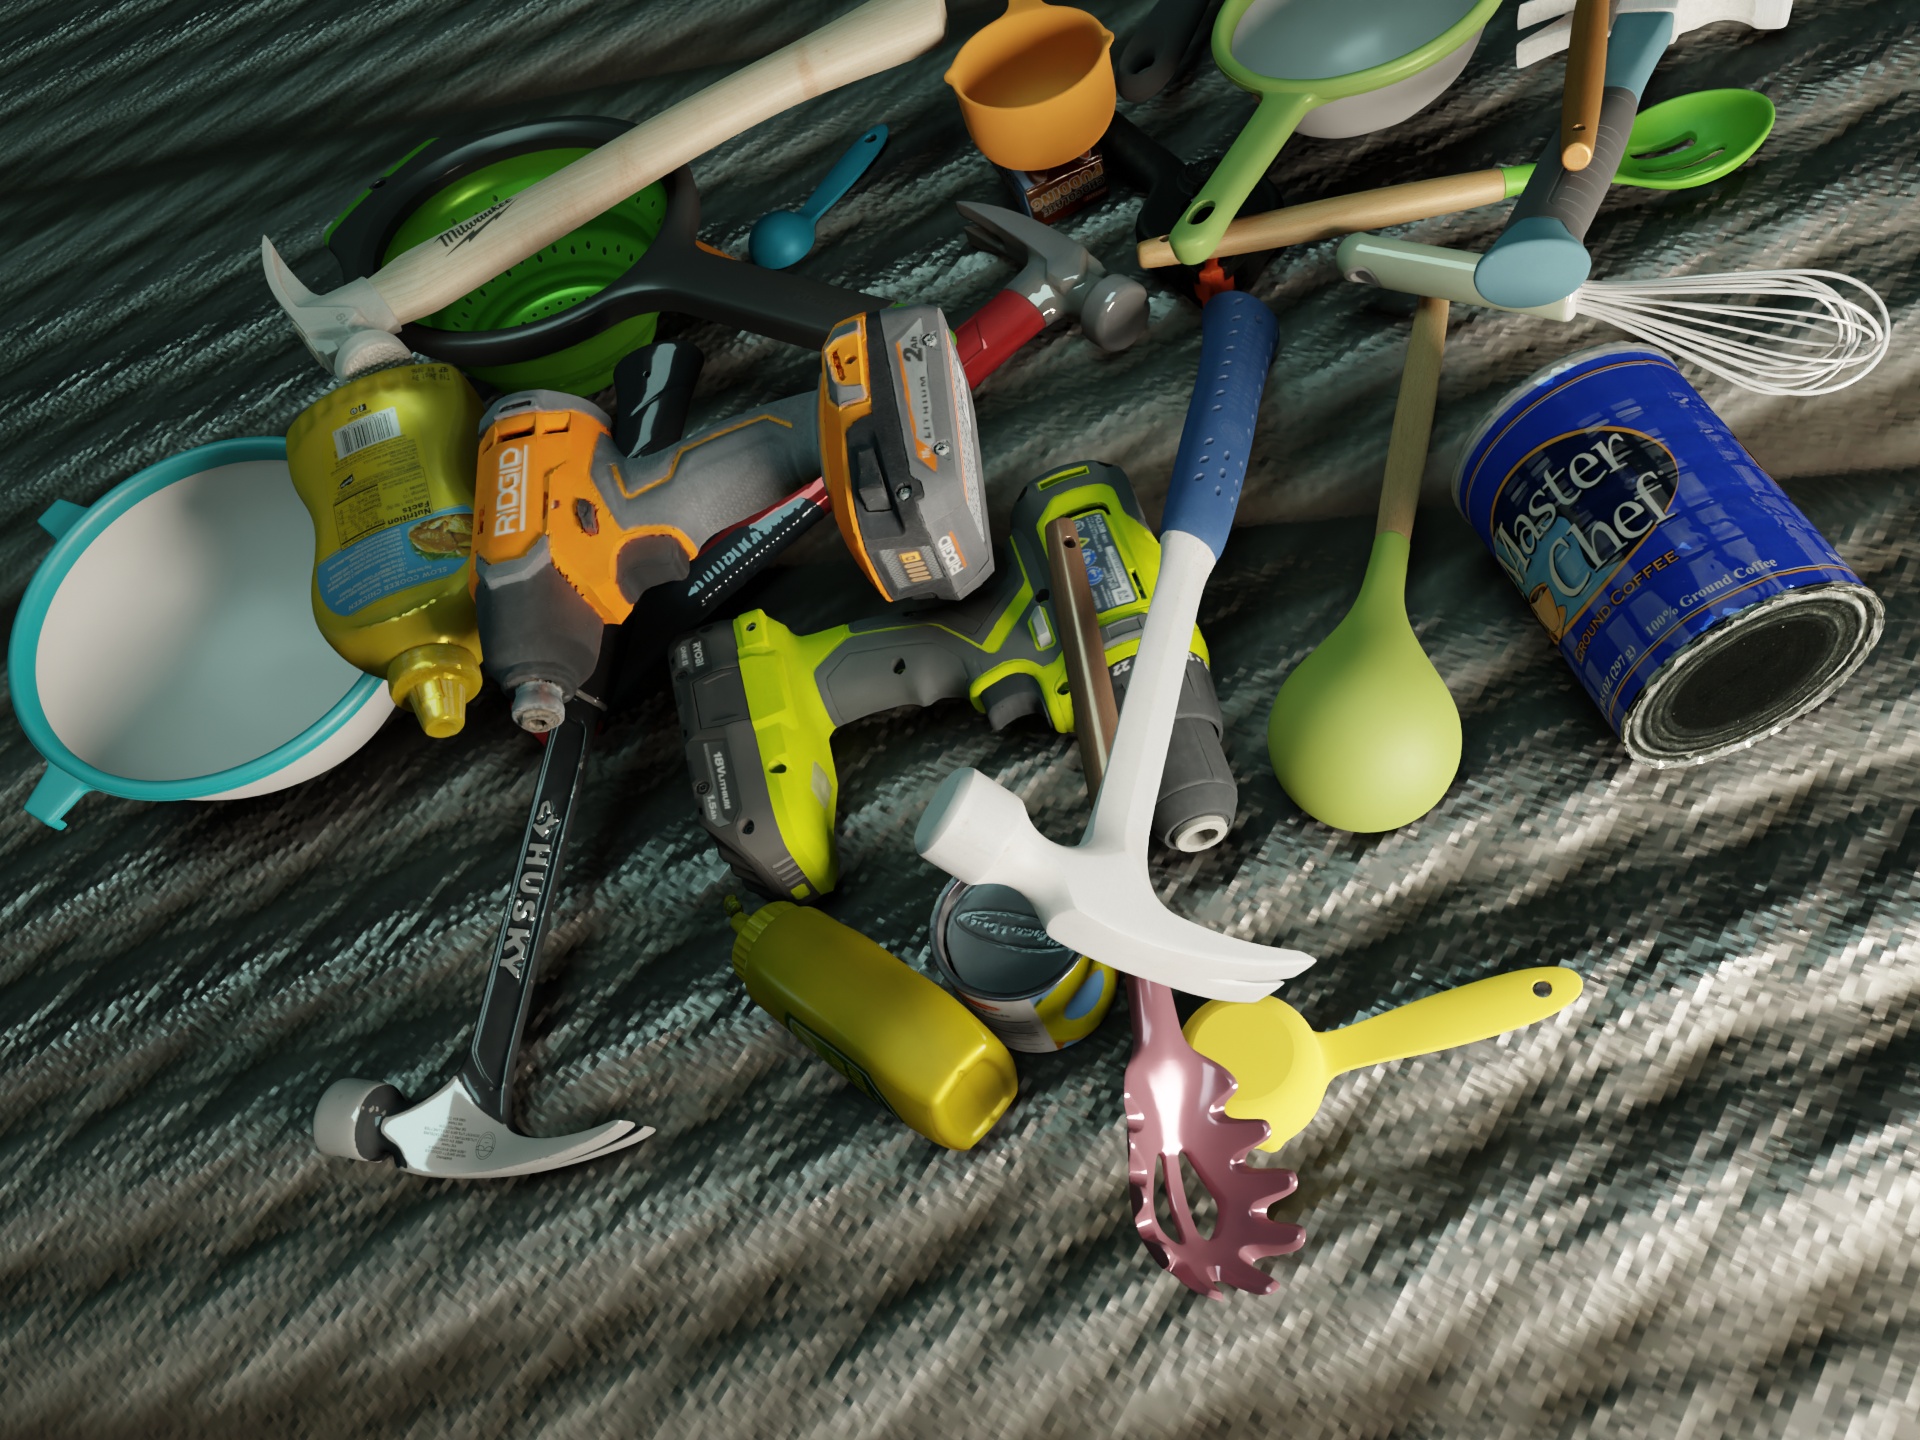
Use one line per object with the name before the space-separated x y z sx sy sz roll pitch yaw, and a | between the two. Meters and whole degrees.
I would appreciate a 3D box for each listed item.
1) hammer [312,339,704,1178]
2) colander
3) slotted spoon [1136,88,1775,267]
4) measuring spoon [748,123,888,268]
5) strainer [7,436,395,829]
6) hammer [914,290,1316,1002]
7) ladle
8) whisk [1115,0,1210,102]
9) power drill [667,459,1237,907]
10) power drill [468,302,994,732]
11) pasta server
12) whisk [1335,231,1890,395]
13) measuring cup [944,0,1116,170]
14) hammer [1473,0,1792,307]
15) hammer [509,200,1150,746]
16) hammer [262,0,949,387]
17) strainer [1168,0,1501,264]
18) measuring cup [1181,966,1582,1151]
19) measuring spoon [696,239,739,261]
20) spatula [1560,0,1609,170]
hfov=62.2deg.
hammer | -0.176 0.005 0.737 0.149 0.036 0.409 4 71 18
colander | -0.173 -0.227 0.897 0.397 0.094 0.204 21 61 24
slotted spoon | 0.244 -0.264 0.796 0.314 0.031 0.070 -11 47 3
measuring spoon | -0.086 -0.328 0.975 0.042 0.021 0.129 26 71 31
strainer | -0.309 -0.054 0.837 0.340 0.095 0.211 -14 62 -3
hammer | 0.098 -0.060 0.664 0.144 0.035 0.406 32 45 -12
ladle | 0.198 -0.091 0.720 0.078 0.062 0.320 6 54 19
whisk | 0.159 -0.471 0.954 0.073 0.073 0.296 16 64 27
power drill | -0.001 -0.002 0.703 0.228 0.080 0.191 -19 57 3
power drill | -0.105 -0.084 0.688 0.226 0.084 0.164 -12 59 10
pasta server | 0.067 0.056 0.607 0.060 0.040 0.316 1 65 -20
whisk | 0.292 -0.196 0.734 0.246 0.057 0.059 19 85 26
measuring cup | 0.042 -0.384 0.912 0.095 0.052 0.174 -10 54 12
hammer | 0.306 -0.287 0.756 0.128 0.033 0.331 11 45 27
hammer | -0.085 -0.131 0.837 0.386 0.038 0.143 -42 54 -10
hammer | -0.183 -0.316 0.882 0.410 0.038 0.146 -35 54 -15
strainer | 0.184 -0.309 0.814 0.152 0.069 0.256 20 68 37
measuring cup | 0.155 0.115 0.598 0.156 0.029 0.062 -19 54 10
measuring spoon | -0.152 -0.278 0.975 0.117 0.011 0.021 37 76 30
spatula | 0.308 -0.354 0.776 0.081 0.041 0.323 5 44 20
